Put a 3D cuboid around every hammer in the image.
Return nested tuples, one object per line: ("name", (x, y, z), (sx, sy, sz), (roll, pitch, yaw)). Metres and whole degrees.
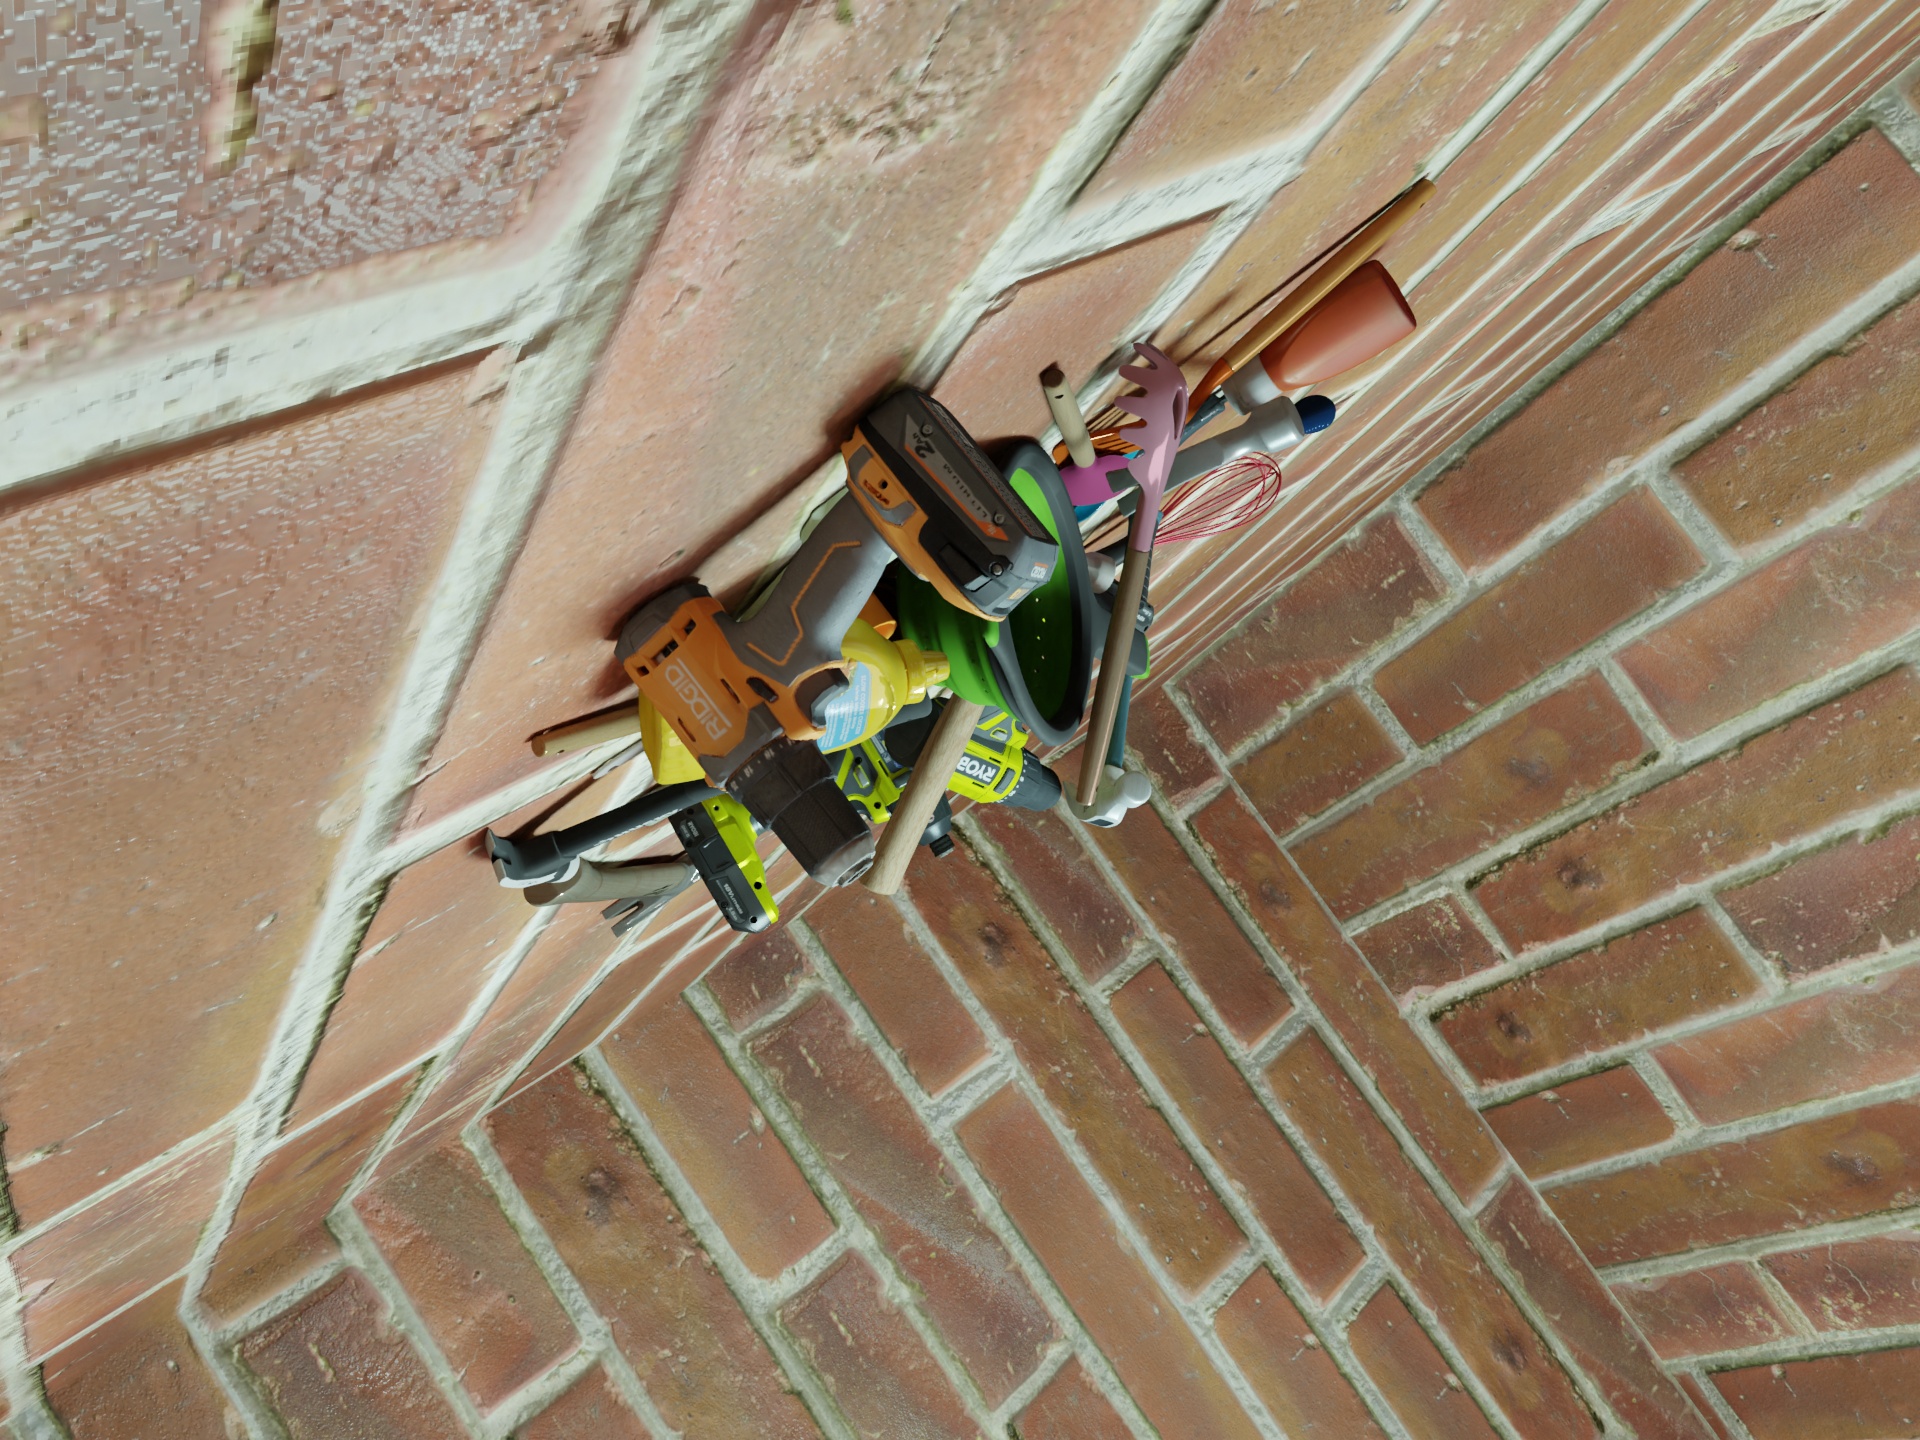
("hammer", (-0.176, 0.043, 1.118), (0.335, 0.035, 0.146), (-23, 173, 6))
("hammer", (-0.323, 0.156, 1.465), (0.146, 0.038, 0.410), (-34, 173, 2))
("hammer", (0.235, -0.225, 1.258), (0.144, 0.035, 0.405), (-21, -175, 26))
("hammer", (0.150, -0.057, 1.447), (0.128, 0.033, 0.331), (137, -32, -59))
("hammer", (-0.002, -0.004, 1.279), (0.130, 0.031, 0.331), (17, 108, -31))

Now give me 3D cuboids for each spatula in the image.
("spatula", (0.203, -0.277, 1.136), (0.322, 0.041, 0.081), (-41, 169, 8))

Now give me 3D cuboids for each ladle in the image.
("ladle", (-0.161, -0.006, 1.075), (0.078, 0.062, 0.320), (-36, 172, 34))

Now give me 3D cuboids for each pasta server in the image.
("pasta server", (0.107, -0.091, 1.068), (0.060, 0.040, 0.316), (-25, 129, -58))

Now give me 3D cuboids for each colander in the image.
("colander", (0.048, -0.071, 1.152), (0.094, 0.204, 0.396), (-5, 171, 21))

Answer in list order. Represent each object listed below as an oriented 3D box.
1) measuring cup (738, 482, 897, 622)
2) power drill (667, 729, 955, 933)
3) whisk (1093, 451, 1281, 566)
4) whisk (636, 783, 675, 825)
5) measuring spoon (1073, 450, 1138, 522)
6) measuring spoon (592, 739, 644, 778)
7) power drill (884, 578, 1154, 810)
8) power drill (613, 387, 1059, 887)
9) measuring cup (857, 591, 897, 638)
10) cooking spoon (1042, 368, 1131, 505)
("measuring cup", (-0.081, -0.088, 0.956), (0.167, 0.038, 0.083), (-42, 171, 31))
("power drill", (-0.126, 0.086, 1.391), (0.223, 0.171, 0.080), (-30, 178, -11))
("whisk", (0.190, -0.183, 1.563), (0.296, 0.073, 0.073), (-29, 172, -8))
("whisk", (-0.162, 0.024, 1.321), (0.246, 0.058, 0.059), (-28, 136, -22))
("measuring spoon", (0.119, -0.207, 1.254), (0.042, 0.021, 0.128), (-20, 154, -47))
("measuring spoon", (-0.204, 0.012, 1.131), (0.124, 0.018, 0.034), (-33, 173, -18))
("power drill", (0.062, -0.029, 1.370), (0.190, 0.080, 0.228), (25, 102, -41))
("power drill", (-0.054, -0.038, 0.842), (0.226, 0.185, 0.084), (-41, 170, 15))
("measuring cup", (-0.126, -0.038, 1.038), (0.173, 0.052, 0.095), (-31, 172, -19))
("cooking spoon", (0.083, -0.188, 1.099), (0.069, 0.017, 0.318), (-15, 172, 9))
